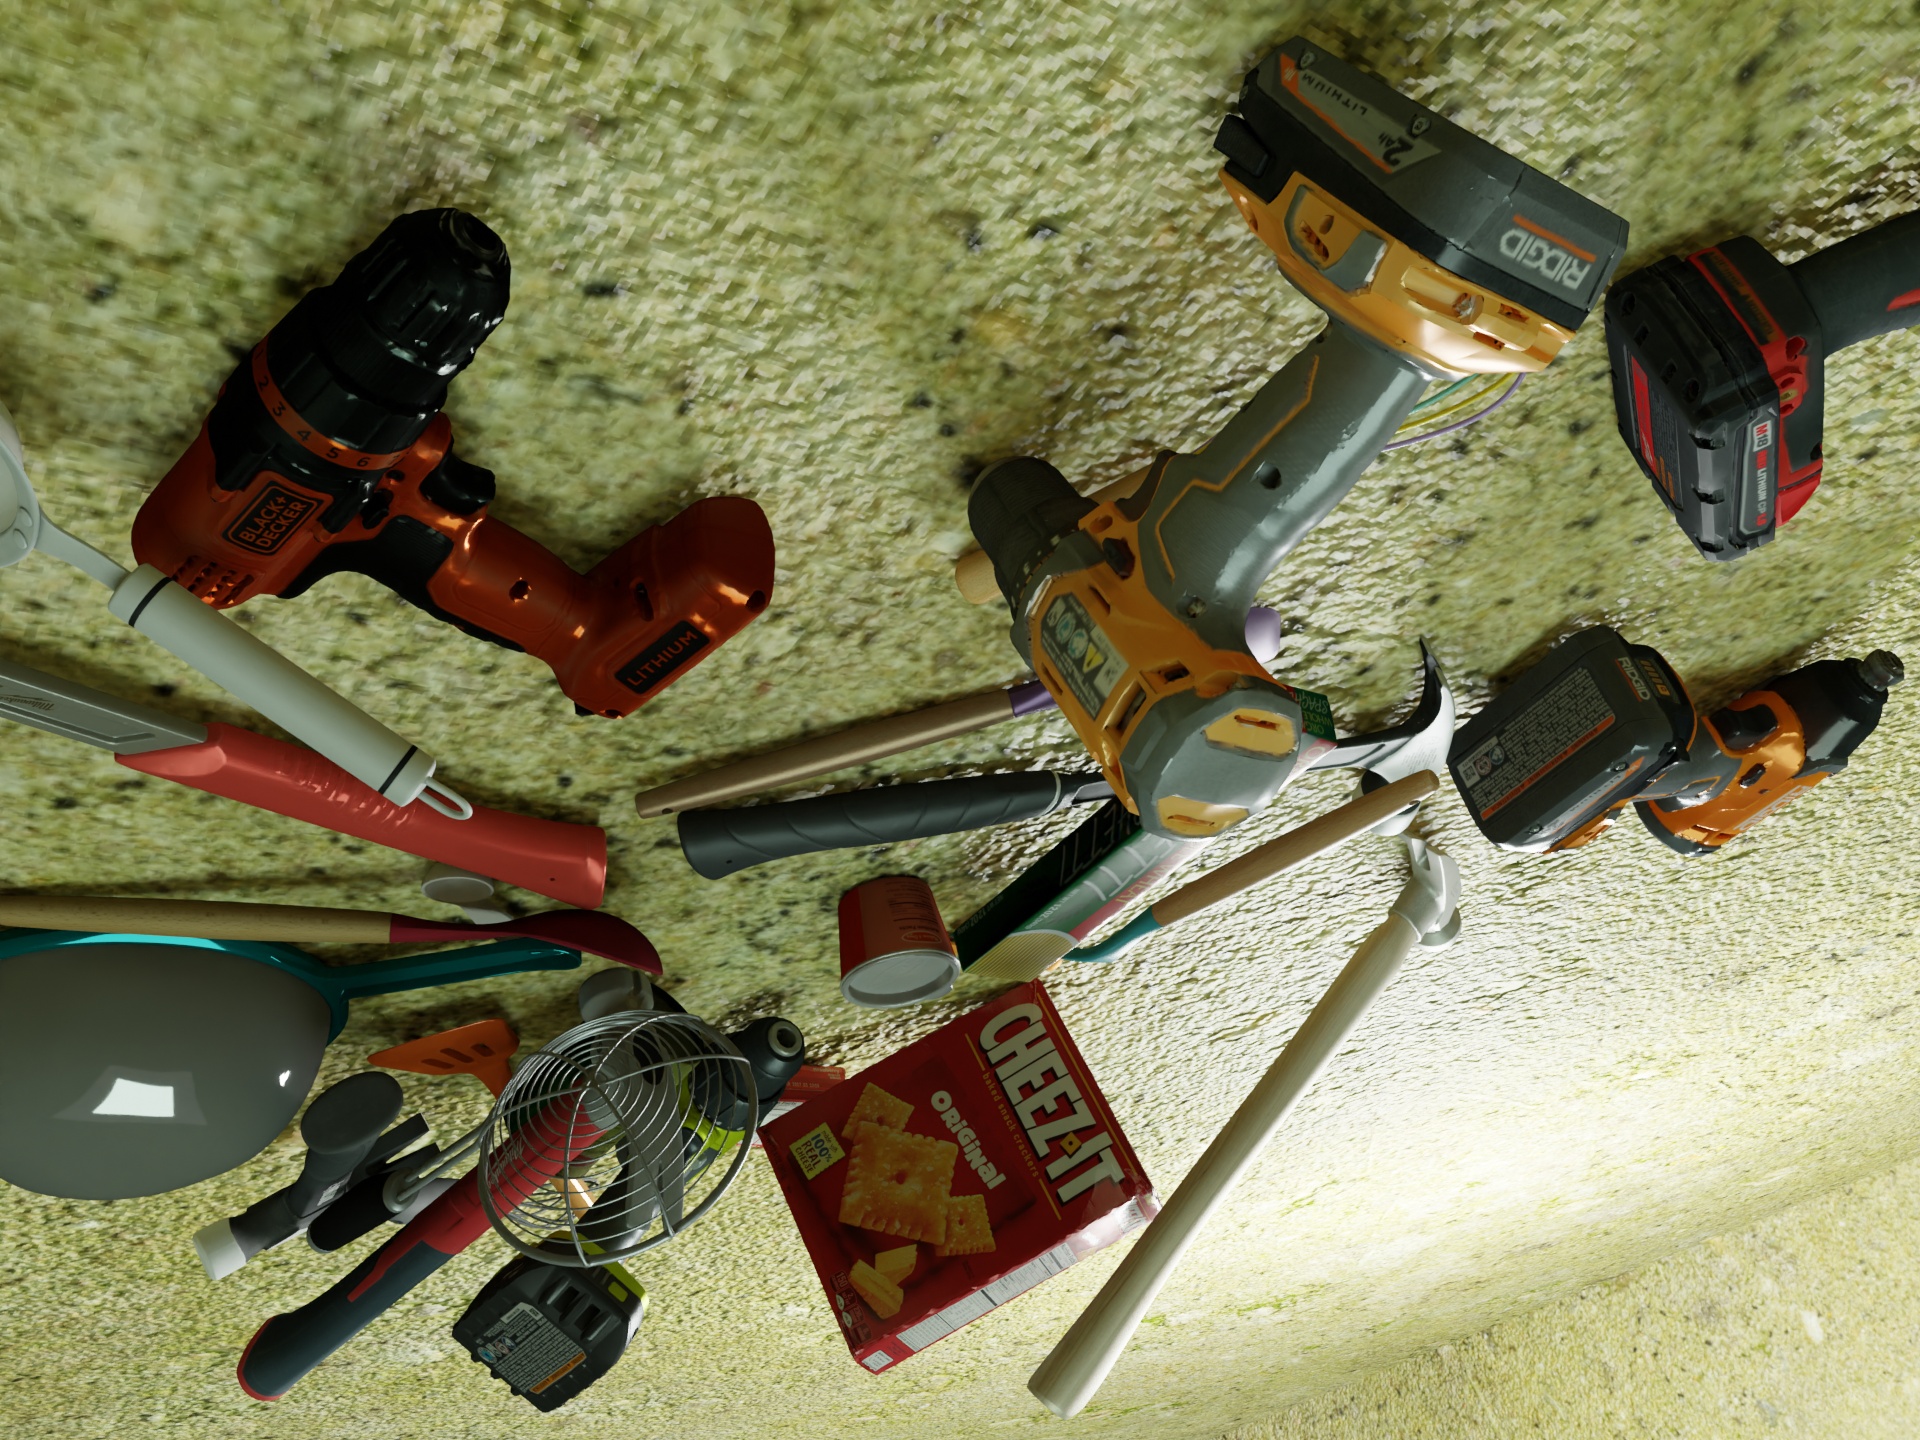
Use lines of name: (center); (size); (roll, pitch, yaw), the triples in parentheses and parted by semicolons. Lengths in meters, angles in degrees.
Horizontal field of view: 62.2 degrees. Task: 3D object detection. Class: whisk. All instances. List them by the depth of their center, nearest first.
whisk: (0.100, -0.105, 0.613); (0.245, 0.051, 0.047); (-24, 153, 25)
whisk: (-0.312, 0.313, 1.051); (0.055, 0.055, 0.238); (-21, 161, 11)

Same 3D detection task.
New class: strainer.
strainer: (-0.261, -0.044, 0.494); (0.258, 0.050, 0.087); (38, 134, -15)
strainer: (-0.362, 0.177, 0.813); (0.340, 0.095, 0.210); (-9, 148, -3)

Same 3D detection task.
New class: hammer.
hammer: (-0.300, 0.025, 0.664); (0.149, 0.037, 0.358); (-32, 143, 26)
hammer: (0.062, 0.034, 0.816); (0.409, 0.036, 0.149); (-7, 146, -10)
hammer: (-0.287, 0.297, 0.876); (0.386, 0.143, 0.038); (-41, 137, 24)
hammer: (-0.341, 0.241, 0.877); (0.146, 0.035, 0.334); (-25, 169, -33)
hammer: (0.176, 0.247, 0.975); (0.411, 0.038, 0.146); (-50, 148, -10)

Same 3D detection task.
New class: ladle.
ladle: (-0.301, 0.099, 0.764); (0.315, 0.031, 0.069); (5, 170, -16)

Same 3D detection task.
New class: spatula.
spatula: (-0.001, -0.002, 0.751); (0.316, 0.018, 0.059); (-16, 147, 1)
spatula: (0.126, 0.088, 0.878); (0.082, 0.044, 0.317); (14, 145, -40)
spatula: (-0.273, 0.278, 1.023); (0.081, 0.041, 0.322); (-17, 133, -1)

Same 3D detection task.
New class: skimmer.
skimmer: (-0.233, 0.236, 0.794); (0.090, 0.127, 0.363); (37, 136, -18)

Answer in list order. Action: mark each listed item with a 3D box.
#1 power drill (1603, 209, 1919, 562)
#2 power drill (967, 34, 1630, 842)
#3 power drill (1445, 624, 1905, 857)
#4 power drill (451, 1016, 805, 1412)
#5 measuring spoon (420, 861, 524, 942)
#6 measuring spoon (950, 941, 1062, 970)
power drill: (0.381, -0.151, 0.618); (0.226, 0.080, 0.187); (-26, 146, 13)
power drill: (0.086, -0.099, 0.529); (0.084, 0.186, 0.226); (11, 121, -33)
power drill: (0.396, 0.009, 0.865); (0.226, 0.084, 0.164); (4, 143, -33)
power drill: (-0.189, 0.285, 0.966); (0.080, 0.229, 0.190); (42, 130, -4)
measuring spoon: (-0.241, 0.095, 0.819); (0.034, 0.018, 0.124); (-7, 155, 3)
measuring spoon: (0.017, 0.147, 0.989); (0.116, 0.011, 0.021); (11, 158, -36)
